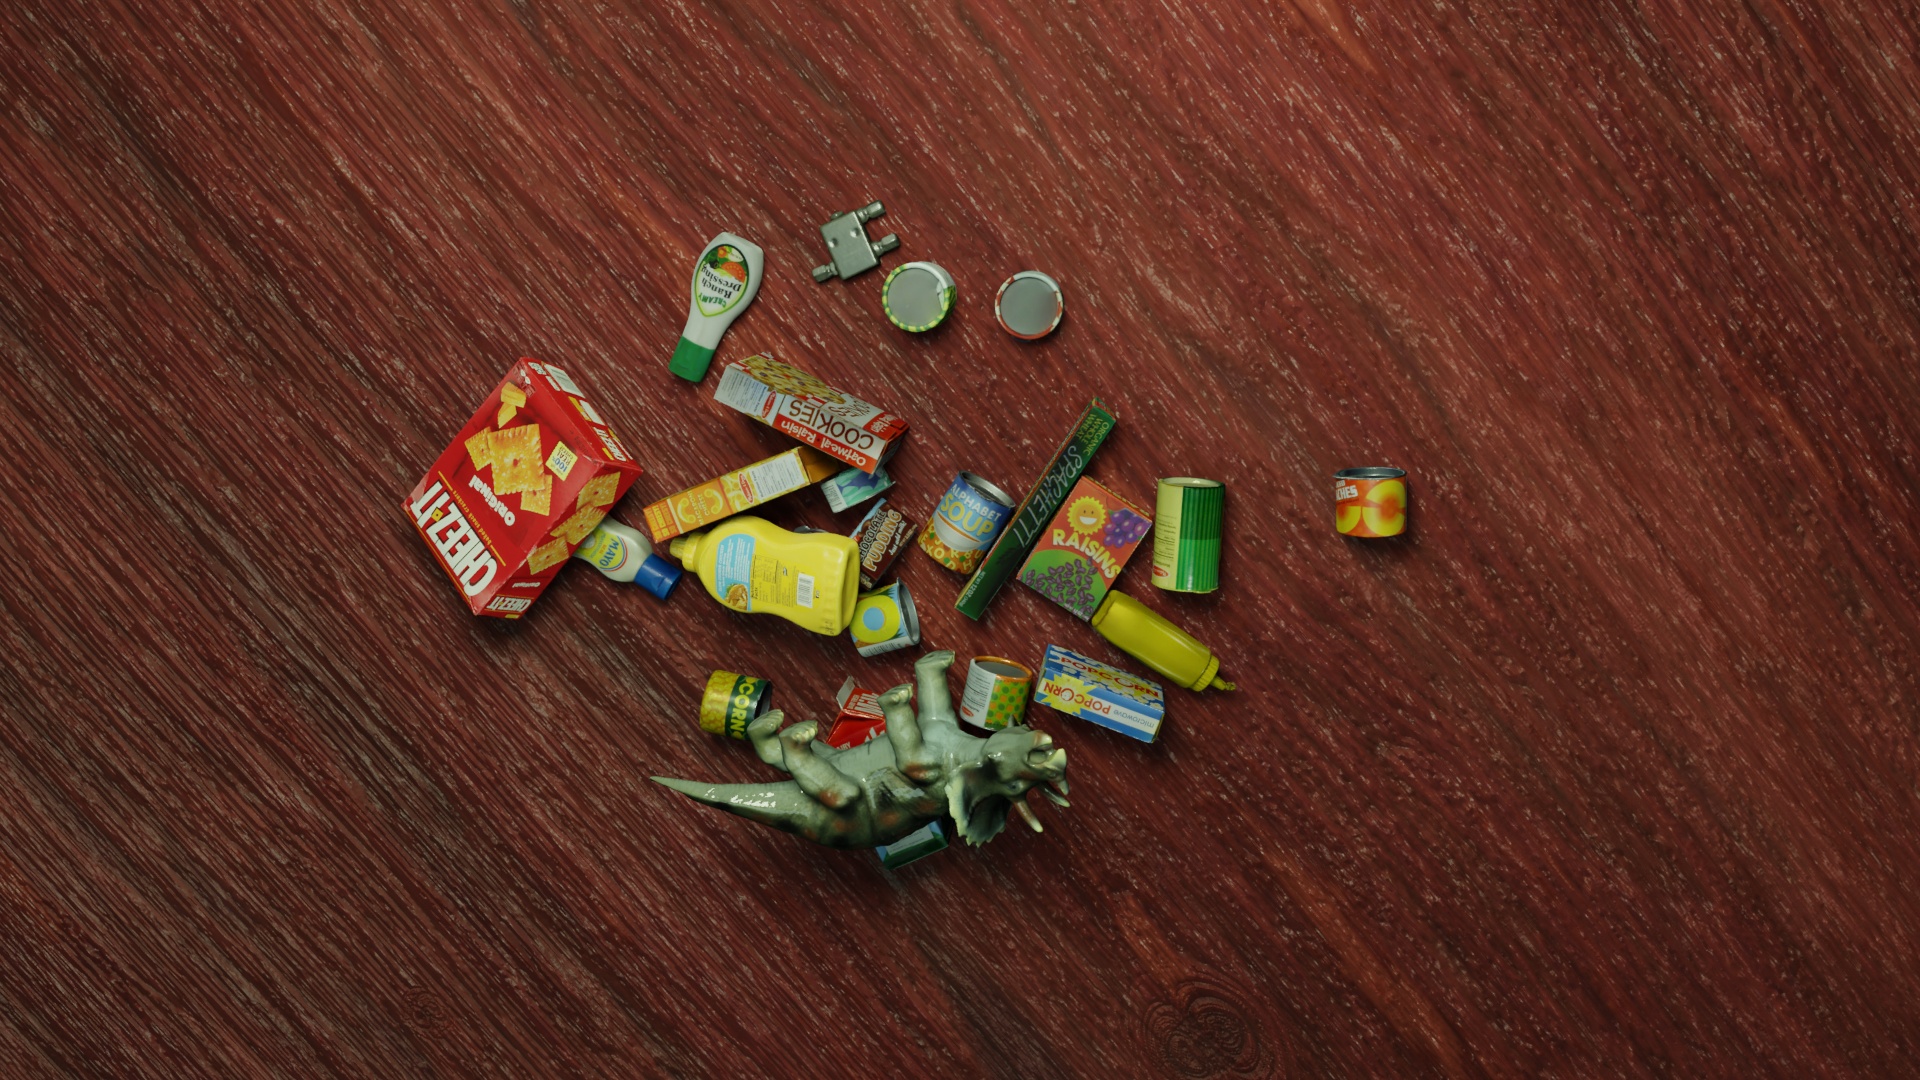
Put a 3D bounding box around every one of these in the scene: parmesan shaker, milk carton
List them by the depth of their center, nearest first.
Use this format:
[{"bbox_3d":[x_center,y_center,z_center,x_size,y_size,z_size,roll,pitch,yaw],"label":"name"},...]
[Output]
[{"bbox_3d":[0.225,-0.006,1.357,0.071,0.071,0.102,4,102,6],"label":"parmesan shaker"},{"bbox_3d":[-0.080,0.234,1.441,0.073,0.072,0.190,-24,98,10],"label":"milk carton"}]

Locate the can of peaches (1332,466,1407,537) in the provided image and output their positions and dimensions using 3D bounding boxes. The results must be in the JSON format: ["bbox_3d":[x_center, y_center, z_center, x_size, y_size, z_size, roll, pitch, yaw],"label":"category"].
[{"bbox_3d":[0.392,-0.037,1.333,0.071,0.071,0.058,-2,102,7],"label":"can of peaches"}]

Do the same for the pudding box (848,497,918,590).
[{"bbox_3d":[-0.085,0.003,1.391,0.049,0.084,0.030,38,146,-1],"label":"pudding box"}]

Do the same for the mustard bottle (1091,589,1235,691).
[{"bbox_3d":[0.207,0.110,1.387,0.160,0.065,0.048,33,99,-5],"label":"mustard bottle"}]

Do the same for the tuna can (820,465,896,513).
[{"bbox_3d":[-0.102,-0.057,1.388,0.071,0.071,0.033,-25,97,11],"label":"tuna can"}]

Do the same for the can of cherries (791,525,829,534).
[{"bbox_3d":[-0.156,0.024,1.413,0.071,0.058,0.071,1,102,6],"label":"can of cherries"}]

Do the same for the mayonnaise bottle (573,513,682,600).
[{"bbox_3d":[-0.360,0.008,1.443,0.148,0.041,0.064,32,102,0],"label":"mayonnaise bottle"}]

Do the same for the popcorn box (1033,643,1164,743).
[{"bbox_3d":[0.140,0.152,1.391,0.127,0.085,0.038,20,104,2],"label":"popcorn box"}]

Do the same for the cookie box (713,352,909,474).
[{"bbox_3d":[-0.140,-0.126,1.348,0.167,0.123,0.040,26,105,1],"label":"cookie box"}]

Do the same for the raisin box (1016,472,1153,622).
[{"bbox_3d":[0.124,0.006,1.387,0.086,0.040,0.123,32,103,0],"label":"raisin box"}]

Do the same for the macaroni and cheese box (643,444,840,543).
[{"bbox_3d":[-0.214,-0.051,1.371,0.166,0.124,0.040,-20,95,11],"label":"macaroni and cheese box"}]

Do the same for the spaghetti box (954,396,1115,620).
[{"bbox_3d":[0.074,-0.031,1.380,0.029,0.050,0.249,34,103,-3],"label":"spaghetti box"}]

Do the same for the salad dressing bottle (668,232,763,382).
[{"bbox_3d":[-0.245,-0.230,1.380,0.064,0.044,0.147,27,103,2],"label":"salad dressing bottle"}]

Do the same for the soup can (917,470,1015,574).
[{"bbox_3d":[0.005,-0.017,1.380,0.071,0.071,0.083,32,104,-1],"label":"soup can"}]

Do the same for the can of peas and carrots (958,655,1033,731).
[{"bbox_3d":[0.038,0.156,1.415,0.071,0.071,0.058,13,102,4],"label":"can of peas and carrots"}]

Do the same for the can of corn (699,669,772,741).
[{"bbox_3d":[-0.234,0.172,1.446,0.058,0.071,0.071,12,103,5],"label":"can of corn"}]

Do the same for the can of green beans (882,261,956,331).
[{"bbox_3d":[-0.040,-0.237,1.347,0.071,0.058,0.071,1,102,7],"label":"can of green beans"}]

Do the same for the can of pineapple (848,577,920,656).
[{"bbox_3d":[-0.079,0.079,1.412,0.058,0.071,0.071,-15,100,10],"label":"can of pineapple"}]

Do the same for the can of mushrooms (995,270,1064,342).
[{"bbox_3d":[0.067,-0.226,1.350,0.071,0.033,0.071,1,101,6],"label":"can of mushrooms"}]
